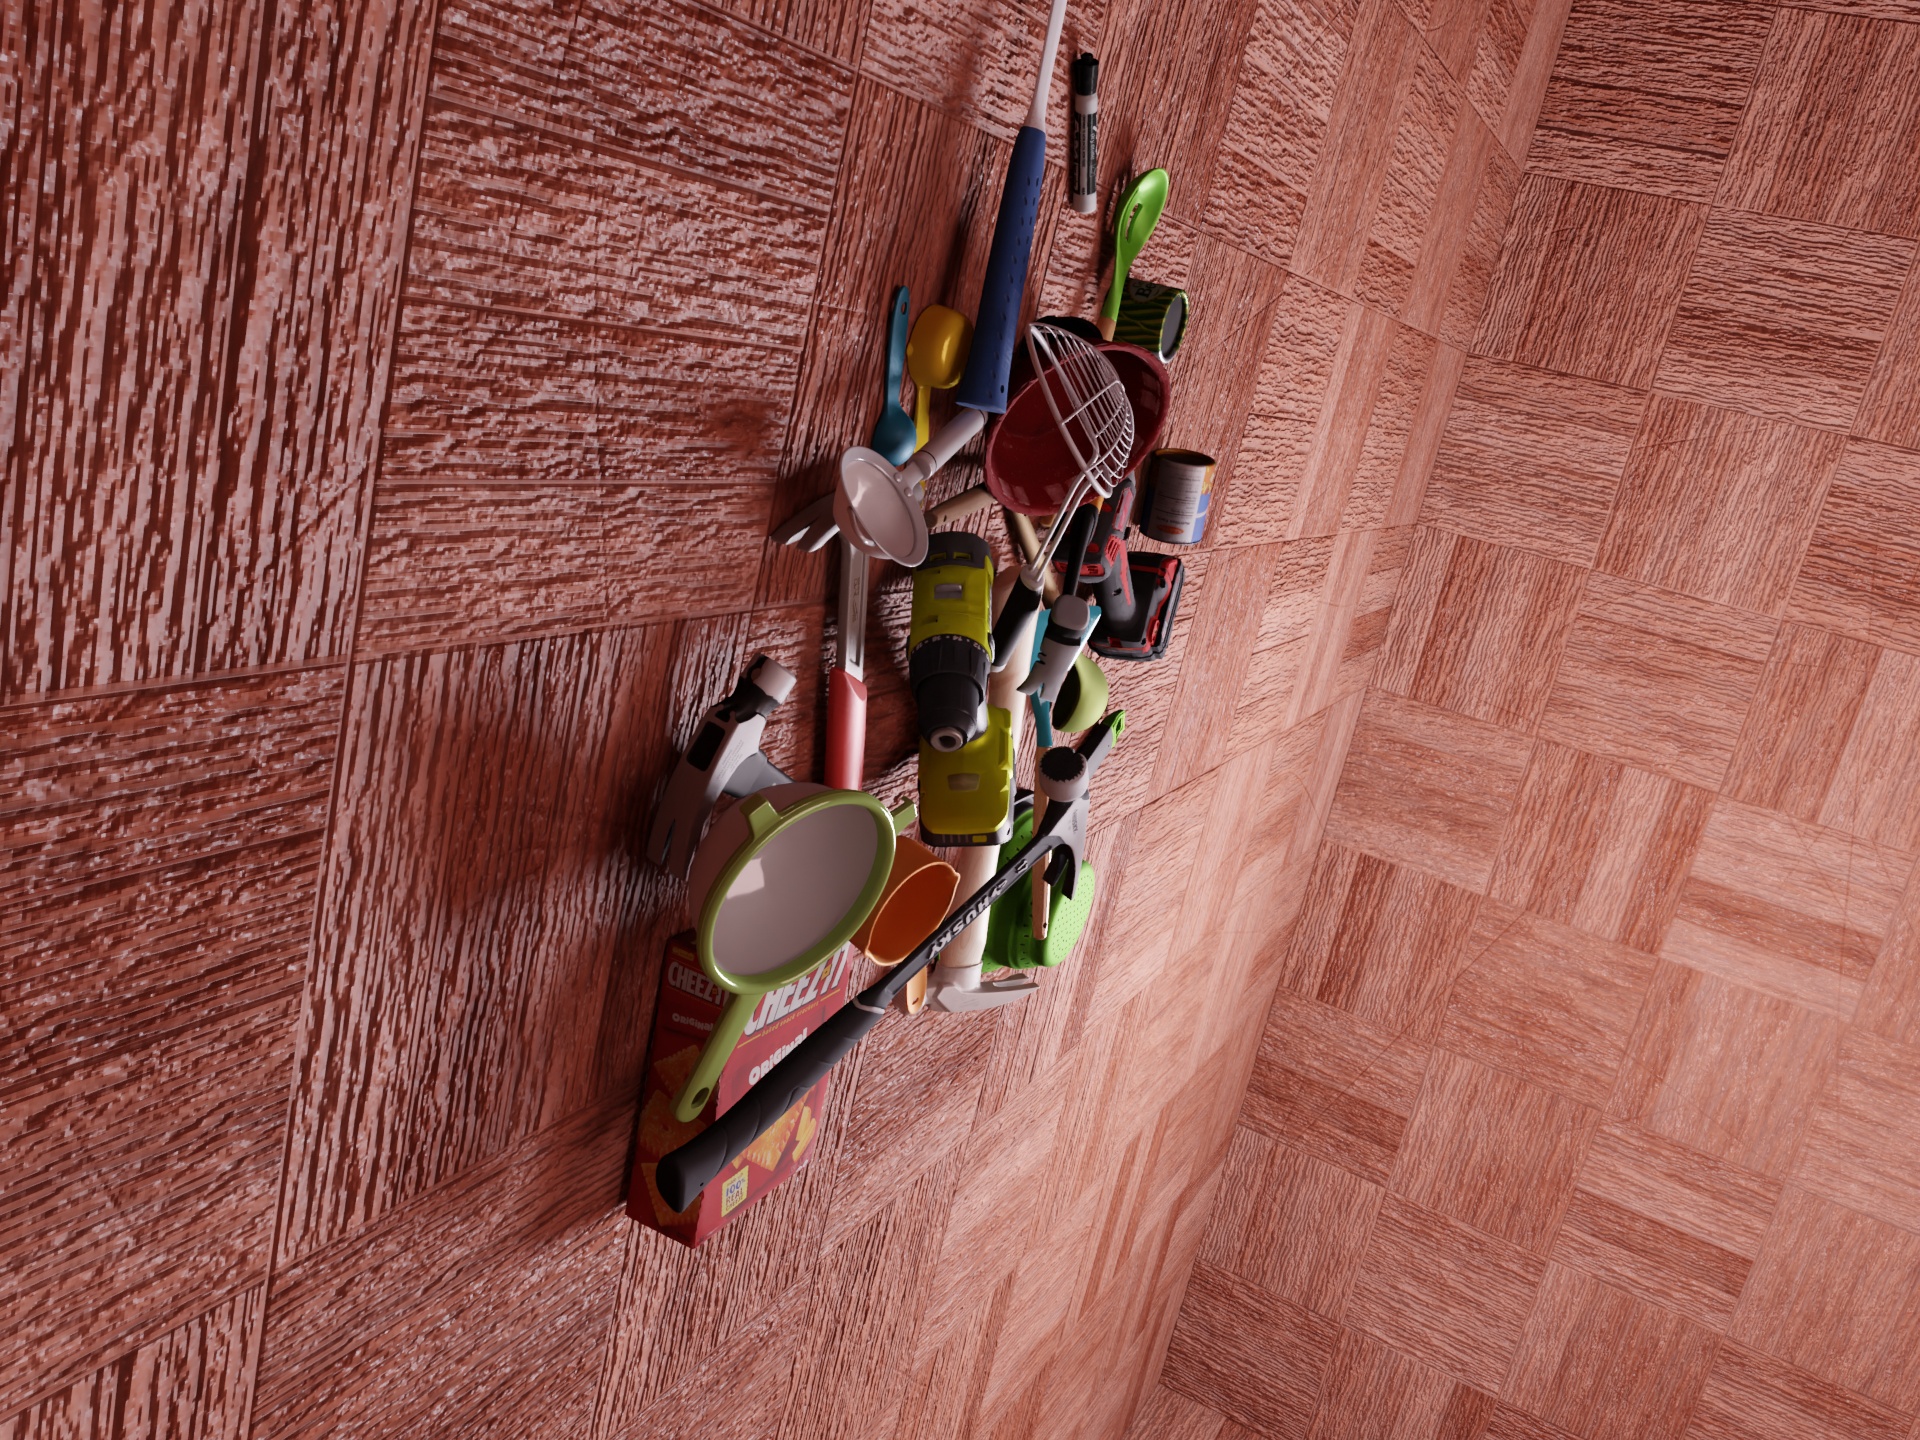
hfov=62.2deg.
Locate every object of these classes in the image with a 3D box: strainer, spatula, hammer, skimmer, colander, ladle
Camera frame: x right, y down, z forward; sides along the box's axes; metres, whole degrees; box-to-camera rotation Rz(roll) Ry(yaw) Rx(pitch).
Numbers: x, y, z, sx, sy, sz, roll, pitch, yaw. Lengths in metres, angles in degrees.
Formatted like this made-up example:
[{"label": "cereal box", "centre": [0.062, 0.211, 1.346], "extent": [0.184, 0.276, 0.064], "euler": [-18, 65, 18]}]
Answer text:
[{"label": "strainer", "centre": [-0.030, -0.167, 1.073], "extent": [0.086, 0.050, 0.258], "euler": [55, 36, -14]}, {"label": "spatula", "centre": [0.082, 0.051, 1.461], "extent": [0.082, 0.044, 0.317], "euler": [-8, 103, -39]}, {"label": "hammer", "centre": [-0.096, 0.080, 1.122], "extent": [0.146, 0.035, 0.334], "euler": [-58, 149, -7]}, {"label": "hammer", "centre": [0.107, -0.178, 1.348], "extent": [0.127, 0.034, 0.337], "euler": [110, -4, -58]}, {"label": "hammer", "centre": [0.035, 0.067, 1.417], "extent": [0.146, 0.038, 0.410], "euler": [-1, 108, -33]}, {"label": "hammer", "centre": [-0.050, 0.188, 1.113], "extent": [0.409, 0.036, 0.149], "euler": [-41, 148, -23]}, {"label": "hammer", "centre": [0.056, -0.417, 1.101], "extent": [0.144, 0.035, 0.405], "euler": [-4, 106, -66]}, {"label": "skimmer", "centre": [0.044, -0.142, 1.185], "extent": [0.363, 0.090, 0.127], "euler": [116, -36, -55]}, {"label": "hammer", "centre": [-0.088, 0.005, 1.153], "extent": [0.149, 0.037, 0.358], "euler": [-39, 141, -52]}, {"label": "strainer", "centre": [-0.140, 0.137, 1.009], "extent": [0.151, 0.069, 0.256], "euler": [4, 119, -52]}, {"label": "colander", "centre": [0.110, 0.128, 1.622], "extent": [0.397, 0.094, 0.204], "euler": [-51, 150, -38]}, {"label": "ladle", "centre": [0.079, -0.094, 1.459], "extent": [0.319, 0.062, 0.078], "euler": [63, 35, -51]}, {"label": "spatula", "centre": [0.034, -0.189, 1.266], "extent": [0.316, 0.018, 0.059], "euler": [-40, 139, -62]}]

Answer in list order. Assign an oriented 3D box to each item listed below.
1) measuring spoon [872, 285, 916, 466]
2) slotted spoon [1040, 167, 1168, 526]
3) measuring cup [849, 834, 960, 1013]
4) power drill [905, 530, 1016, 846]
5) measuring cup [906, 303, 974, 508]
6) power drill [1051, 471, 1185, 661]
[{"label": "measuring spoon", "centre": [-0.038, -0.233, 1.092], "extent": [0.042, 0.021, 0.128], "euler": [-39, 143, -52]}, {"label": "slotted spoon", "centre": [0.117, -0.317, 1.353], "extent": [0.070, 0.031, 0.314], "euler": [12, 95, -66]}, {"label": "measuring cup", "centre": [-0.051, 0.154, 1.166], "extent": [0.095, 0.052, 0.173], "euler": [-37, 147, -29]}, {"label": "power drill", "centre": [-0.002, -0.004, 1.216], "extent": [0.228, 0.080, 0.191], "euler": [84, 6, -49]}, {"label": "measuring cup", "centre": [-0.016, -0.218, 1.142], "extent": [0.062, 0.029, 0.156], "euler": [-33, 134, -56]}, {"label": "power drill", "centre": [0.147, -0.160, 1.497], "extent": [0.219, 0.078, 0.143], "euler": [56, 46, -57]}]
